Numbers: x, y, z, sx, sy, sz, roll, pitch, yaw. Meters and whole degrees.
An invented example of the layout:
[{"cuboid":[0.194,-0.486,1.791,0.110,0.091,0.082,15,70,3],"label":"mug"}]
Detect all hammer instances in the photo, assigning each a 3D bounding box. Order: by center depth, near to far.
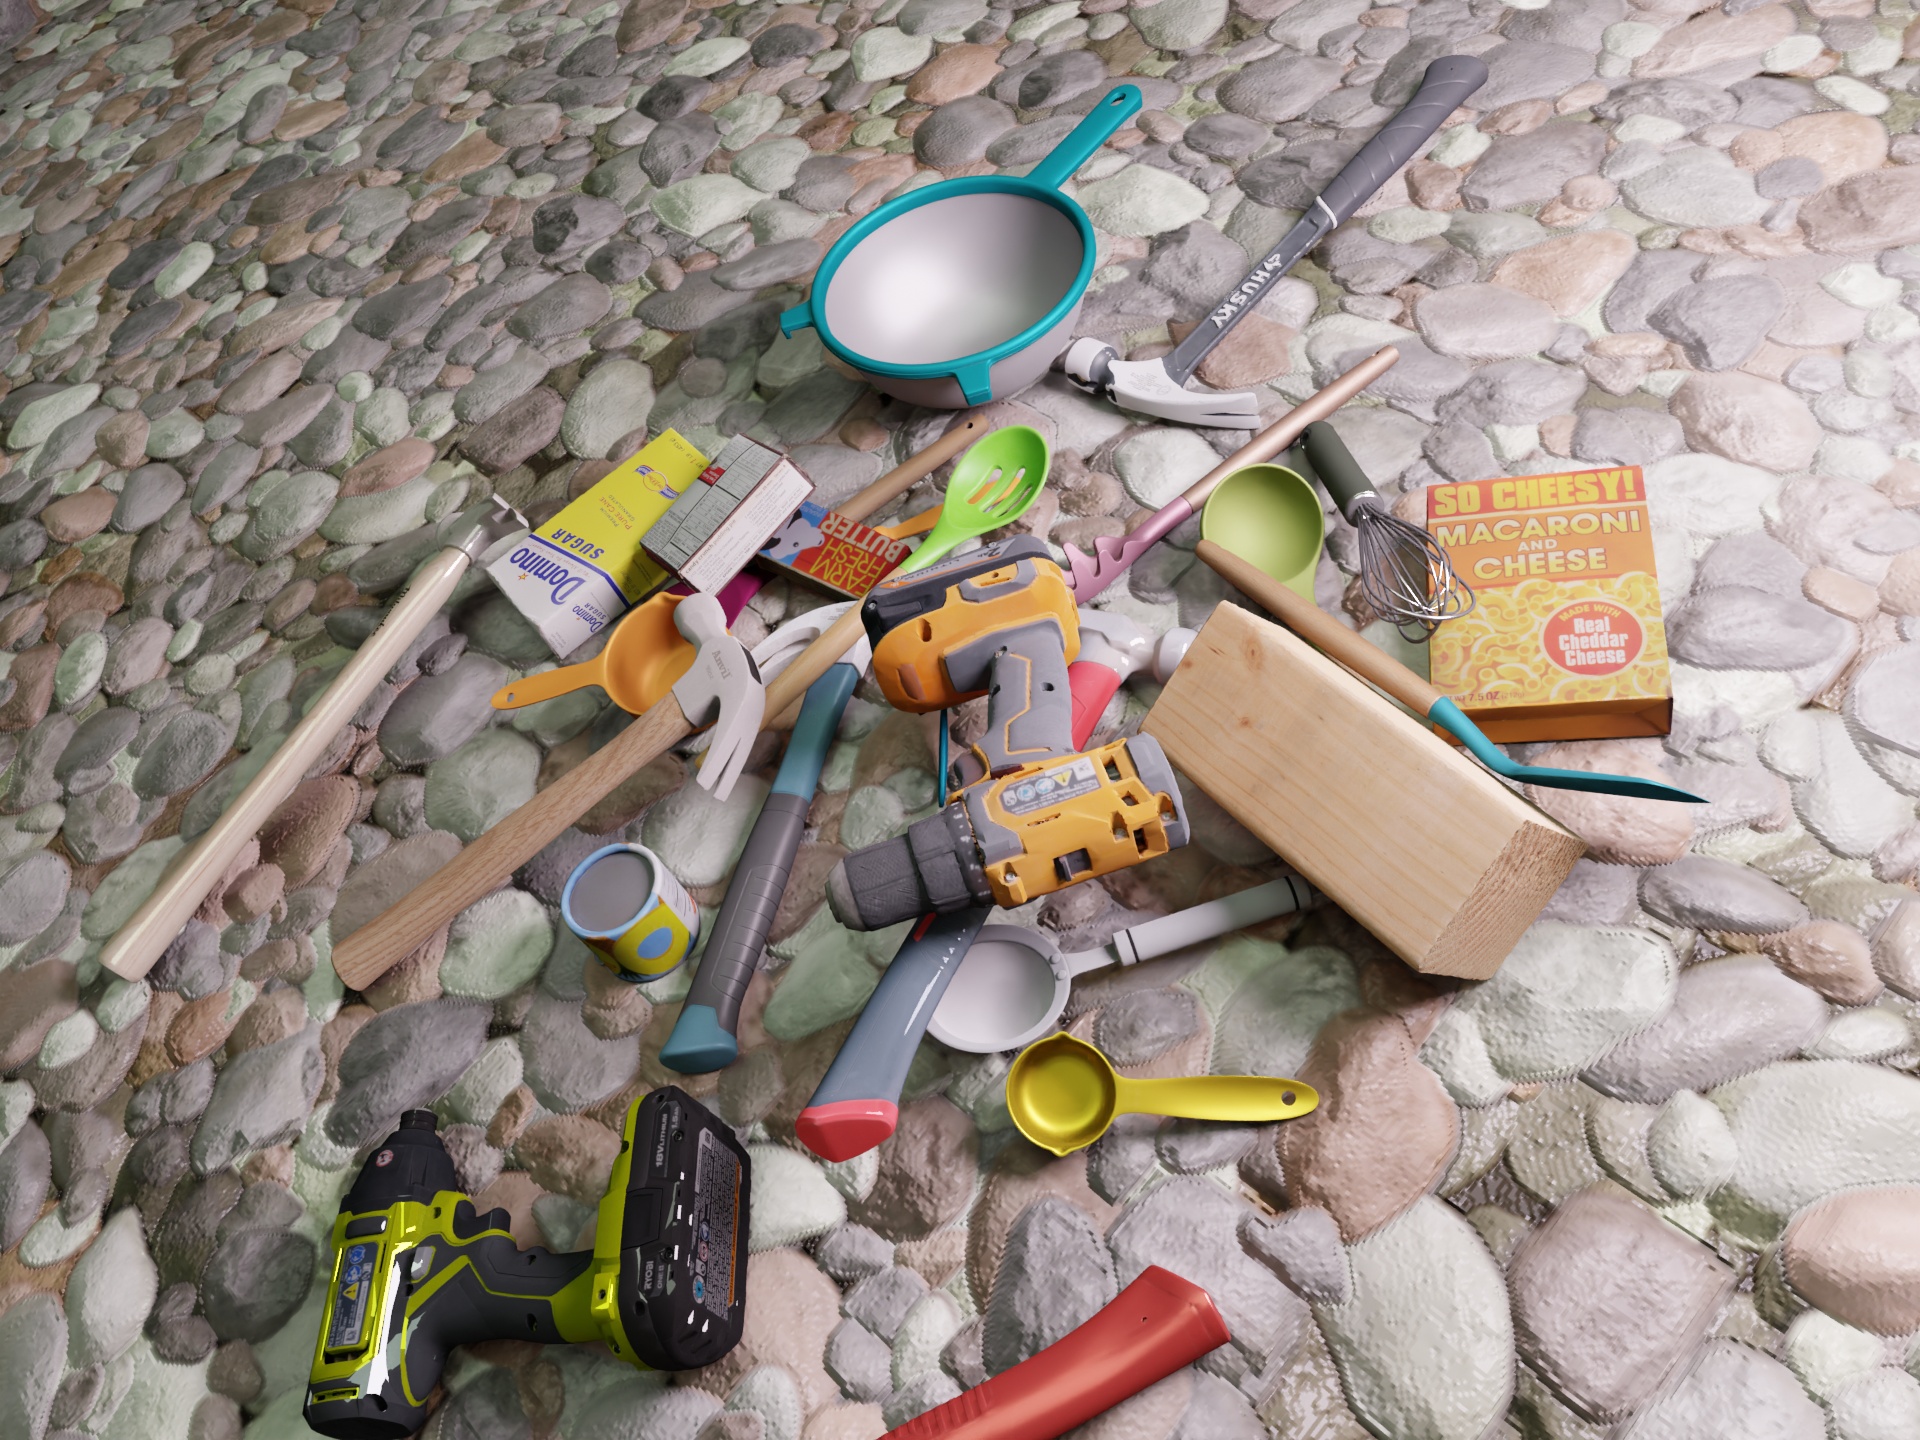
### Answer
[{"cuboid":[-0.038,0.359,0.725,0.359,0.036,0.149,-27,50,0],"label":"hammer"},{"cuboid":[0.003,0.070,0.882,0.143,0.038,0.386,10,47,27],"label":"hammer"},{"cuboid":[-0.109,0.061,0.979,0.128,0.033,0.331,3,56,22],"label":"hammer"},{"cuboid":[-0.259,0.063,0.994,0.331,0.031,0.130,-37,53,6],"label":"hammer"},{"cuboid":[-0.449,0.005,1.114,0.146,0.038,0.411,-3,50,59],"label":"hammer"},{"cuboid":[0.259,-0.358,1.160,0.149,0.036,0.409,31,69,34],"label":"hammer"}]

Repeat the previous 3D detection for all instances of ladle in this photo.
[{"cuboid":[0.225,-0.027,0.909,0.078,0.062,0.321,-20,52,-4],"label":"ladle"}]

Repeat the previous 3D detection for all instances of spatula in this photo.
[{"cuboid":[0.244,-0.029,0.856,0.318,0.082,0.044,41,109,37],"label":"spatula"}]

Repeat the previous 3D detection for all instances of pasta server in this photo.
[{"cuboid":[0.165,-0.163,1.045,0.316,0.040,0.060,-36,21,-11],"label":"pasta server"}]

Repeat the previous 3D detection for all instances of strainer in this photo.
[{"cuboid":[0.081,0.127,0.853,0.258,0.050,0.087,-19,41,1],"label":"strainer"},{"cuboid":[0.040,-0.344,1.193,0.211,0.095,0.340,26,65,31],"label":"strainer"}]

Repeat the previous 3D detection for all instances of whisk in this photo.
[{"cuboid":[0.245,-0.122,0.951,0.059,0.057,0.247,0,34,-6],"label":"whisk"}]

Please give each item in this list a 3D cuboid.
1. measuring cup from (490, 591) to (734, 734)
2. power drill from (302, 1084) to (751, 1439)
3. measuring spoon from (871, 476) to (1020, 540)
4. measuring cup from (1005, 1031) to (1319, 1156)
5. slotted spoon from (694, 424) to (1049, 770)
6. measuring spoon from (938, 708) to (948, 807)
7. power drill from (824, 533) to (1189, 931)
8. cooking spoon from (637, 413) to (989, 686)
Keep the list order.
[{"cuboid":[-0.228,-0.024,1.071,0.173,0.052,0.095,-14,63,14],"label":"measuring cup"},{"cuboid":[-0.229,0.273,0.837,0.223,0.080,0.171,-14,51,14],"label":"power drill"},{"cuboid":[-0.013,-0.148,1.115,0.117,0.011,0.021,-22,50,3],"label":"measuring spoon"},{"cuboid":[0.102,0.190,0.810,0.156,0.029,0.062,0,82,5],"label":"measuring cup"},{"cuboid":[-0.055,-0.077,1.026,0.314,0.031,0.070,-45,54,-14],"label":"slotted spoon"},{"cuboid":[-0.002,-0.003,0.993,0.021,0.042,0.129,4,61,-4],"label":"measuring spoon"},{"cuboid":[0.004,0.011,0.863,0.185,0.084,0.226,-20,44,1],"label":"power drill"},{"cuboid":[-0.110,-0.125,1.130,0.319,0.017,0.069,-36,60,-8],"label":"cooking spoon"}]
